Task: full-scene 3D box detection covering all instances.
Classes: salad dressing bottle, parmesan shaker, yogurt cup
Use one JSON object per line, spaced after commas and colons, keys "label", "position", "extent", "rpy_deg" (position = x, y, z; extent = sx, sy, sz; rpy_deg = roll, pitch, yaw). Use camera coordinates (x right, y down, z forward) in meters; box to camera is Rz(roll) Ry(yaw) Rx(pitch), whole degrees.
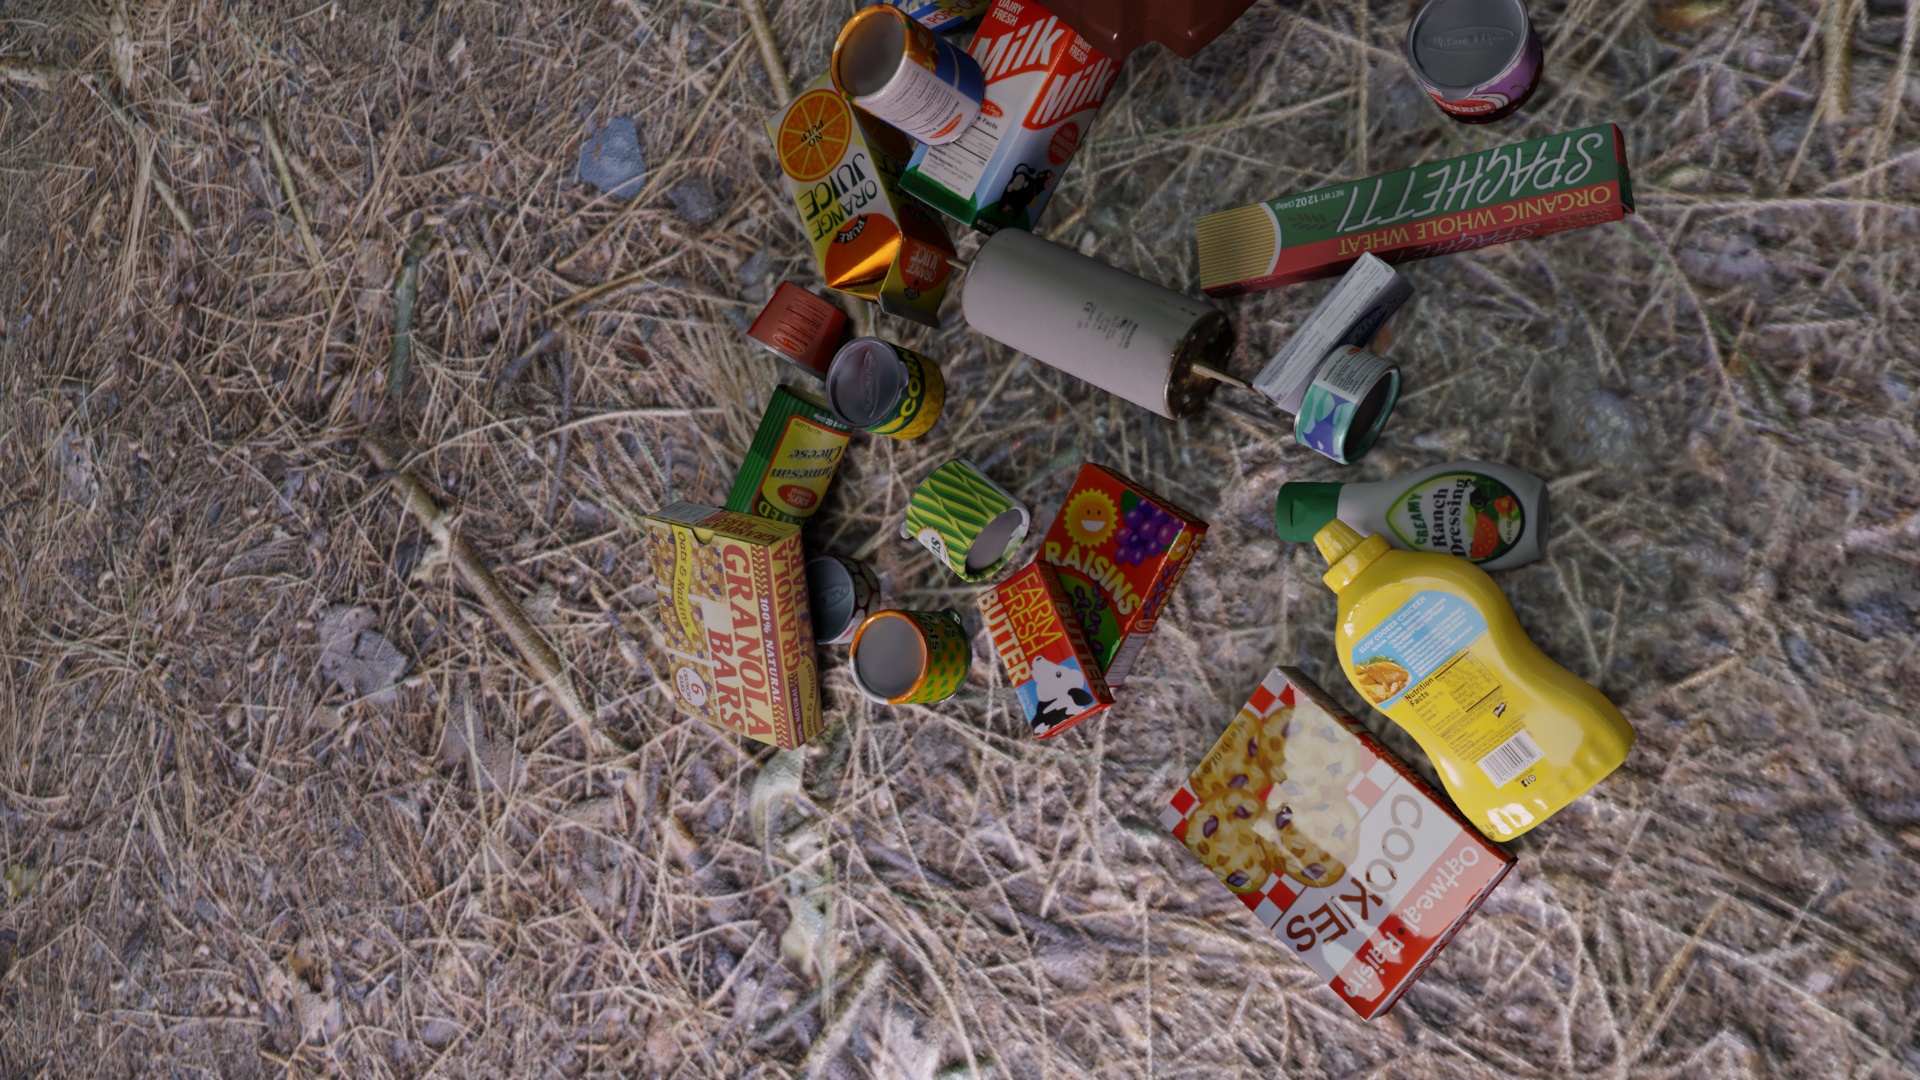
{"label": "salad dressing bottle", "position": [0.259, -0.015, 0.804], "extent": [0.147, 0.044, 0.064], "rpy_deg": [2, 96, 32]}
{"label": "parmesan shaker", "position": [-0.128, -0.058, 1.032], "extent": [0.071, 0.071, 0.103], "rpy_deg": [30, 101, 30]}
{"label": "yogurt cup", "position": [-0.121, -0.159, 1.044], "extent": [0.072, 0.072, 0.054], "rpy_deg": [30, 93, 30]}

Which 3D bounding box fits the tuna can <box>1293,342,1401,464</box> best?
{"label": "tuna can", "position": [0.228, -0.078, 0.819], "extent": [0.033, 0.071, 0.071], "rpy_deg": [32, 102, 29]}

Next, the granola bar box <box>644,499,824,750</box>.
{"label": "granola bar box", "position": [-0.166, 0.062, 1.020], "extent": [0.124, 0.039, 0.164], "rpy_deg": [12, 117, 34]}

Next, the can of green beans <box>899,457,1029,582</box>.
{"label": "can of green beans", "position": [0.005, -0.014, 0.948], "extent": [0.058, 0.071, 0.071], "rpy_deg": [40, 106, 28]}

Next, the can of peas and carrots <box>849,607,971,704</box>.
{"label": "can of peas and carrots", "position": [-0.034, 0.079, 0.967], "extent": [0.071, 0.059, 0.071], "rpy_deg": [-3, 84, 31]}

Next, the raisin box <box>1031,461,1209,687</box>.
{"label": "raisin box", "position": [0.094, 0.023, 0.906], "extent": [0.086, 0.040, 0.123], "rpy_deg": [34, 104, 31]}

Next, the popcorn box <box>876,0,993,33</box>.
{"label": "popcorn box", "position": [-0.011, -0.415, 0.992], "extent": [0.126, 0.038, 0.085], "rpy_deg": [5, 87, 54]}

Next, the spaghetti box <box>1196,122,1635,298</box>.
{"label": "spaghetti box", "position": [0.262, -0.194, 0.831], "extent": [0.250, 0.029, 0.050], "rpy_deg": [-7, 82, 31]}

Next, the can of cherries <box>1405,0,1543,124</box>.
{"label": "can of cherries", "position": [0.296, -0.279, 0.802], "extent": [0.071, 0.058, 0.071], "rpy_deg": [-3, 84, 30]}

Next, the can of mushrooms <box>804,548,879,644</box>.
{"label": "can of mushrooms", "position": [-0.095, 0.041, 1.023], "extent": [0.071, 0.033, 0.071], "rpy_deg": [-3, 84, 32]}

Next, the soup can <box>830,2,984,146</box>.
{"label": "soup can", "position": [-0.035, -0.306, 0.909], "extent": [0.071, 0.084, 0.071], "rpy_deg": [-5, 81, 34]}

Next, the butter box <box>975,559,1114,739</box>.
{"label": "butter box", "position": [0.053, 0.069, 0.888], "extent": [0.053, 0.024, 0.104], "rpy_deg": [-33, 69, 26]}

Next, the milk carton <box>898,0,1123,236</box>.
{"label": "milk carton", "position": [0.044, -0.305, 0.952], "extent": [0.073, 0.072, 0.190], "rpy_deg": [36, 105, 29]}

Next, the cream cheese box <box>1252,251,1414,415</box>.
{"label": "cream cheese box", "position": [0.223, -0.122, 0.833], "extent": [0.024, 0.053, 0.103], "rpy_deg": [47, 109, 24]}

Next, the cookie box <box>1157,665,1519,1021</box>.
{"label": "cookie box", "position": [0.217, 0.174, 0.814], "extent": [0.168, 0.040, 0.122], "rpy_deg": [43, 107, 29]}

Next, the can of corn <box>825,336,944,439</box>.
{"label": "can of corn", "position": [-0.051, -0.109, 0.997], "extent": [0.071, 0.058, 0.071], "rpy_deg": [-4, 83, 31]}

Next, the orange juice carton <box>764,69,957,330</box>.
{"label": "orange juice carton", "position": [-0.067, -0.240, 1.013], "extent": [0.073, 0.072, 0.193], "rpy_deg": [-31, 69, 26]}
